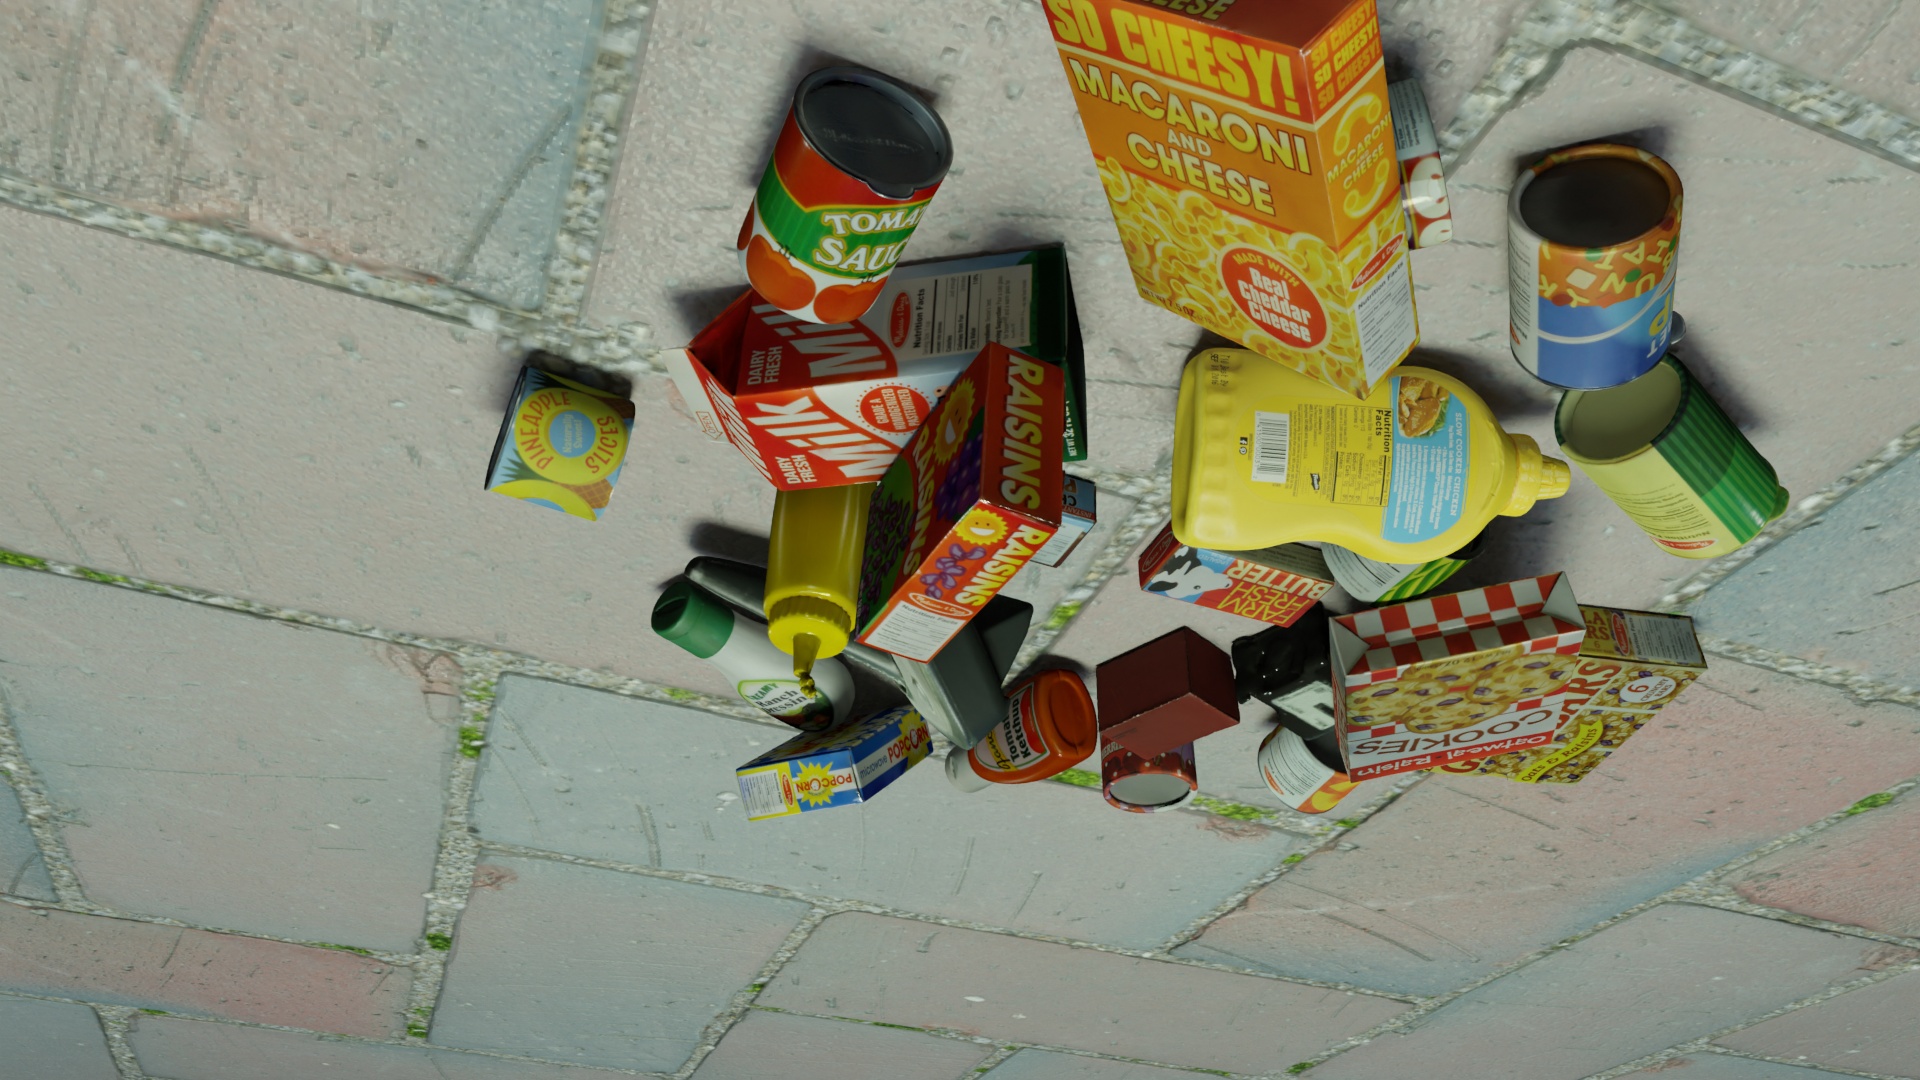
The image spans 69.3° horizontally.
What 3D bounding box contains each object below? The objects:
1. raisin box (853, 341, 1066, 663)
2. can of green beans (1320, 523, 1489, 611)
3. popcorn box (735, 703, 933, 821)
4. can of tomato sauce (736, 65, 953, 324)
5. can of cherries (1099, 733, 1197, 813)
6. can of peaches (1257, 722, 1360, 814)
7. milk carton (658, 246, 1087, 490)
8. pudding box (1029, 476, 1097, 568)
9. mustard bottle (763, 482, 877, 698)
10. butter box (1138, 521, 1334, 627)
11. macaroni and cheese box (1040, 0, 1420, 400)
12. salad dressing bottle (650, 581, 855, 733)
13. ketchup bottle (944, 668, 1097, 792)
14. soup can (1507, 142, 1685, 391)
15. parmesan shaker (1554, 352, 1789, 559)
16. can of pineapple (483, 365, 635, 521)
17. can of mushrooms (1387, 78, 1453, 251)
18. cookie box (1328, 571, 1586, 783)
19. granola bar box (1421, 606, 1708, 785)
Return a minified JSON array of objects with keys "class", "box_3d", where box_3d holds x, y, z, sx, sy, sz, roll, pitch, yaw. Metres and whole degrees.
[{"class":"raisin box","box_3d":[-0.001,-0.013,0.595,0.040,0.086,0.122,19,141,-19]},{"class":"can of green beans","box_3d":[0.236,-0.003,0.743,0.071,0.071,0.057,16,142,-18]},{"class":"popcorn box","box_3d":[-0.081,0.147,0.929,0.085,0.038,0.127,-14,-178,21]},{"class":"can of tomato sauce","box_3d":[-0.048,-0.138,0.569,0.071,0.071,0.082,16,142,-18]},{"class":"can of cherries","box_3d":[0.128,0.149,0.965,0.071,0.059,0.071,1,144,1]},{"class":"can of peaches","box_3d":[0.246,0.143,0.946,0.071,0.071,0.057,10,143,-11]},{"class":"milk carton","box_3d":[-0.040,-0.076,0.650,0.190,0.074,0.072,-5,144,10]},{"class":"pudding box","box_3d":[0.028,-0.018,0.764,0.084,0.030,0.049,15,143,-17]},{"class":"mustard bottle","box_3d":[-0.071,0.007,0.692,0.049,0.161,0.065,0,142,6]},{"class":"butter box","box_3d":[0.161,0.019,0.812,0.103,0.024,0.052,14,142,-16]},{"class":"macaroni and cheese box","box_3d":[0.104,-0.141,0.524,0.124,0.040,0.165,34,163,38]},{"class":"salad dressing bottle","box_3d":[-0.131,0.075,0.888,0.064,0.044,0.147,-21,138,33]},{"class":"ketchup bottle","box_3d":[0.038,0.139,0.956,0.043,0.065,0.148,0,157,-29]},{"class":"soup can","box_3d":[0.270,-0.115,0.587,0.071,0.072,0.083,-10,142,16]},{"class":"parmesan shaker","box_3d":[0.349,-0.042,0.682,0.071,0.071,0.103,-29,133,36]},{"class":"can of pineapple","box_3d":[-0.202,-0.049,0.701,0.058,0.071,0.070,17,141,-21]},{"class":"can of mushrooms","box_3d":[0.172,-0.145,0.551,0.033,0.071,0.070,-13,141,18]},{"class":"cookie box","box_3d":[0.276,0.082,0.790,0.123,0.040,0.166,-13,148,9]},{"class":"granola bar box","box_3d":[0.380,0.104,0.906,0.124,0.039,0.164,7,143,-6]}]
